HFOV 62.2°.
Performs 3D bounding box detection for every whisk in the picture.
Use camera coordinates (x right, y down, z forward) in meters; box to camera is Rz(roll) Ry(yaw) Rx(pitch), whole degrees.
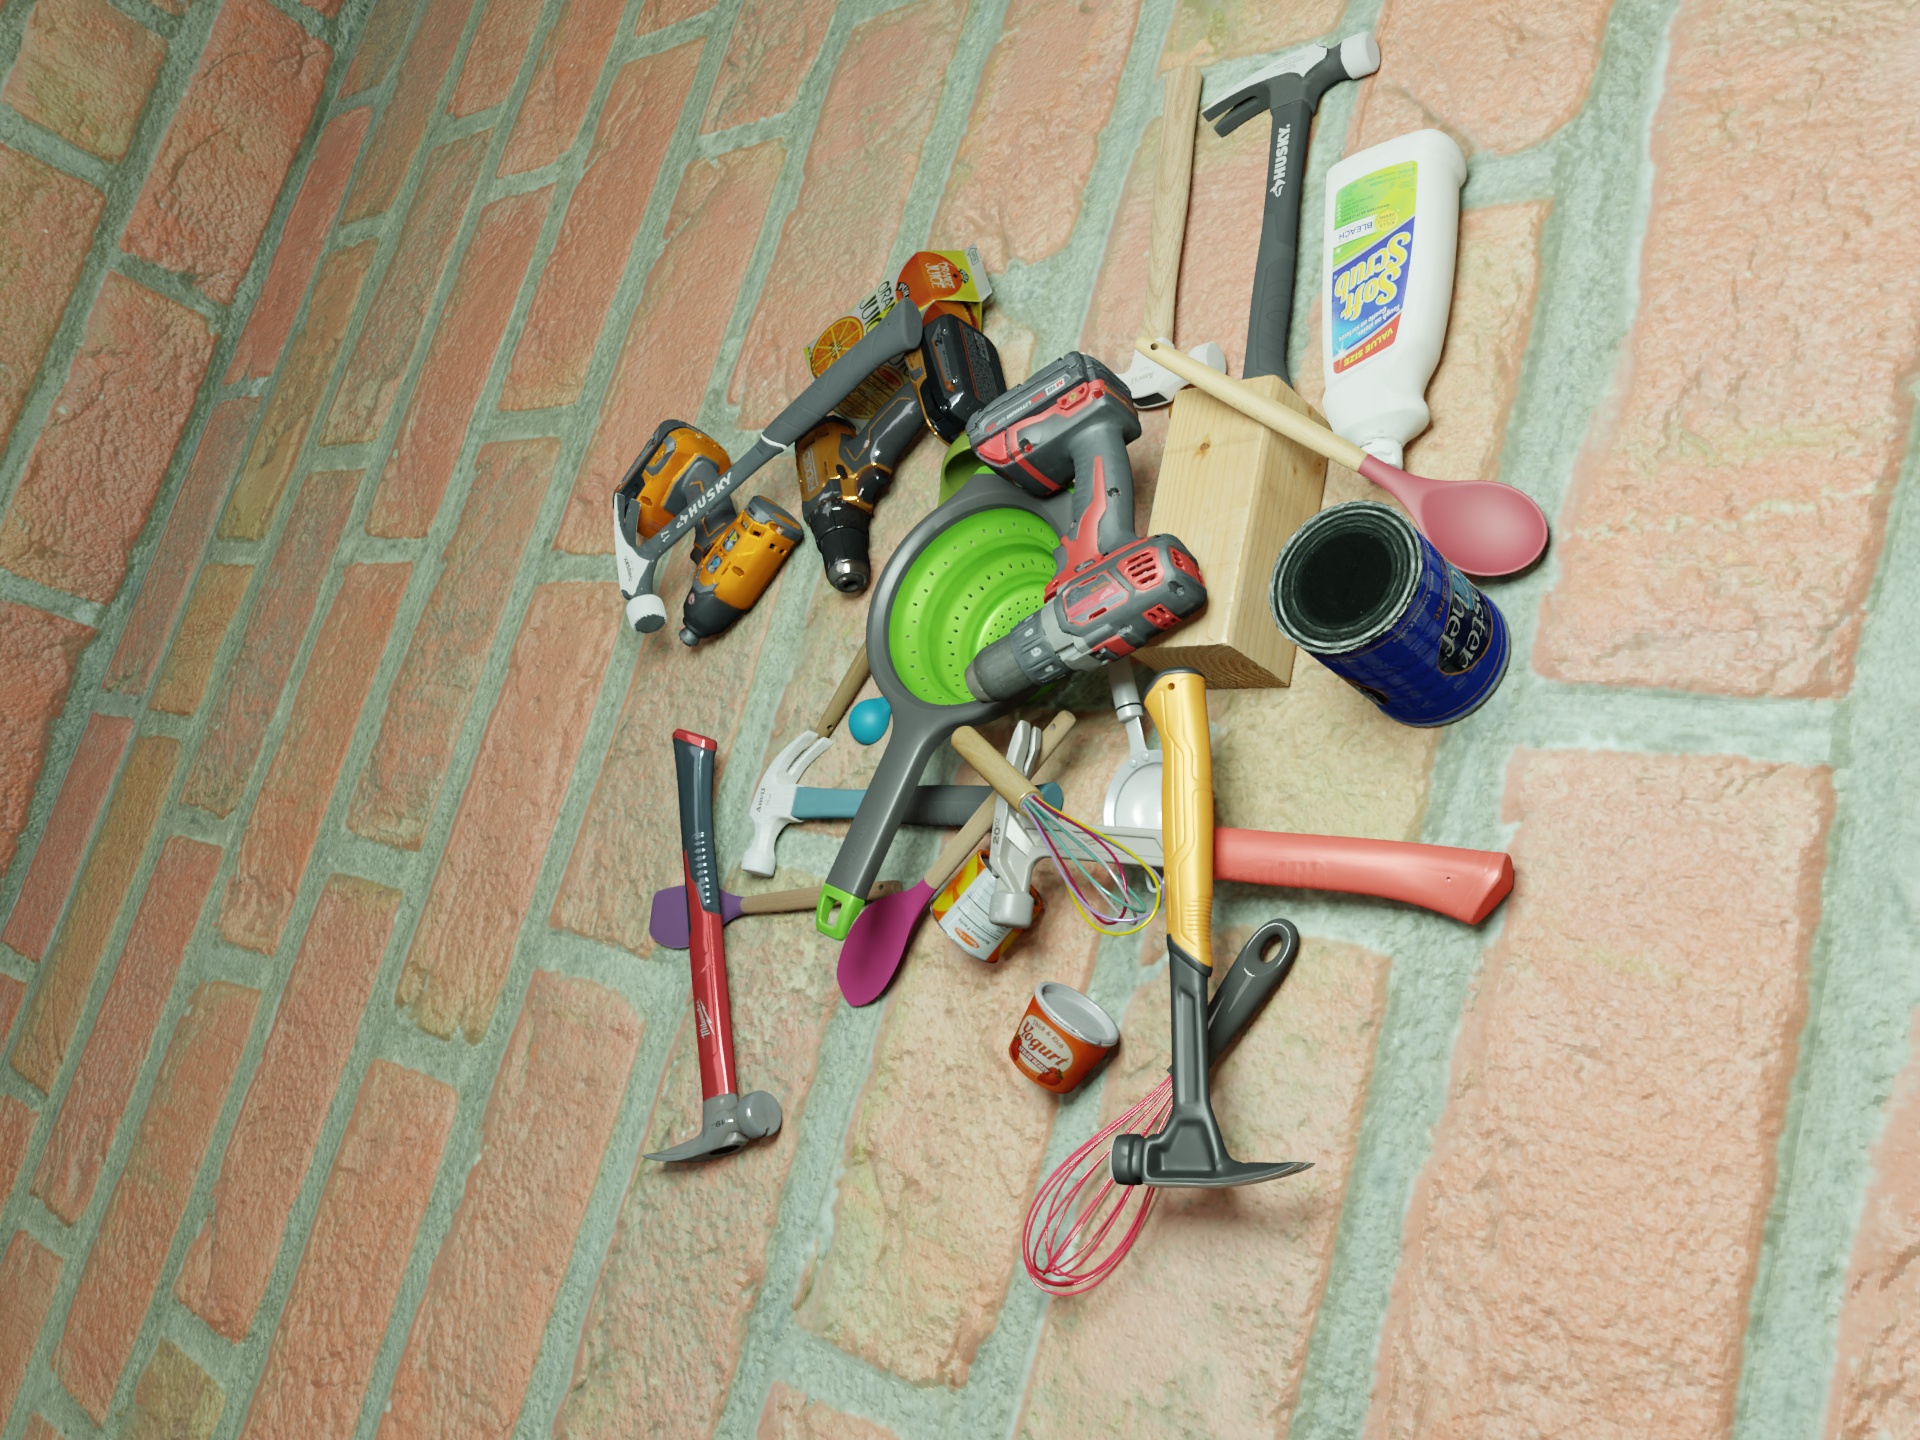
[{"bbox_3d":[0.056,0.070,1.084,0.245,0.051,0.047,44,116,48],"label":"whisk"},{"bbox_3d":[0.135,0.255,1.059,0.073,0.073,0.296,34,89,45],"label":"whisk"}]

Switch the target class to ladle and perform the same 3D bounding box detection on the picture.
[{"bbox_3d":[0.253,-0.188,1.090,0.315,0.031,0.069,33,81,17],"label":"ladle"},{"bbox_3d":[-0.040,-0.113,1.384,0.320,0.078,0.062,-59,37,12],"label":"ladle"}]

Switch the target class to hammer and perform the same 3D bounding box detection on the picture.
[{"bbox_3d":[-0.187,-0.251,1.477,0.409,0.036,0.149,-36,59,27],"label":"hammer"},{"bbox_3d":[-0.054,0.072,1.325,0.331,0.033,0.128,-2,71,41],"label":"hammer"},{"bbox_3d":[0.183,0.080,1.065,0.359,0.036,0.149,2,77,32],"label":"hammer"},{"bbox_3d":[-0.236,0.190,1.406,0.143,0.038,0.387,-28,59,33],"label":"hammer"},{"bbox_3d":[0.154,0.127,1.027,0.127,0.034,0.337,-10,71,30],"label":"hammer"},{"bbox_3d":[0.173,-0.413,1.345,0.130,0.031,0.331,-11,63,41],"label":"hammer"},{"bbox_3d":[0.248,-0.386,1.263,0.146,0.035,0.335,-6,66,39],"label":"hammer"}]

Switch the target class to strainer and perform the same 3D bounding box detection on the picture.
[{"bbox_3d":[0.128,0.002,1.164,0.087,0.050,0.259,-27,66,38],"label":"strainer"}]

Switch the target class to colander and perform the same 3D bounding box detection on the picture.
[{"bbox_3d":[-0.002,-0.004,1.260,0.205,0.094,0.397,18,81,40],"label":"colander"}]

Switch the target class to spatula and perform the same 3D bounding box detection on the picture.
[{"bbox_3d":[-0.171,0.162,1.396,0.316,0.018,0.060,-12,66,39],"label":"spatula"}]

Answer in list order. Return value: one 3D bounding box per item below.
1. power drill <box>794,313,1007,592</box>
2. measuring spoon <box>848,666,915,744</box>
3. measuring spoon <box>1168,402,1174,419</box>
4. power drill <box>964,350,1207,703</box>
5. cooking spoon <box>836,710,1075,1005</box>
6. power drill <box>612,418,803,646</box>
[{"bbox_3d":[-0.059,-0.236,1.439,0.226,0.084,0.186,-33,53,32],"label":"power drill"},{"bbox_3d":[-0.057,-0.033,1.381,0.128,0.021,0.042,-50,47,14],"label":"measuring spoon"},{"bbox_3d":[0.208,-0.240,1.250,0.117,0.011,0.021,19,84,45],"label":"measuring spoon"},{"bbox_3d":[0.068,-0.132,1.155,0.188,0.080,0.227,-29,57,27],"label":"power drill"},{"bbox_3d":[-0.008,0.110,1.244,0.318,0.017,0.069,-52,46,25],"label":"cooking spoon"},{"bbox_3d":[-0.264,-0.186,1.596,0.164,0.084,0.227,-52,49,13],"label":"power drill"}]
